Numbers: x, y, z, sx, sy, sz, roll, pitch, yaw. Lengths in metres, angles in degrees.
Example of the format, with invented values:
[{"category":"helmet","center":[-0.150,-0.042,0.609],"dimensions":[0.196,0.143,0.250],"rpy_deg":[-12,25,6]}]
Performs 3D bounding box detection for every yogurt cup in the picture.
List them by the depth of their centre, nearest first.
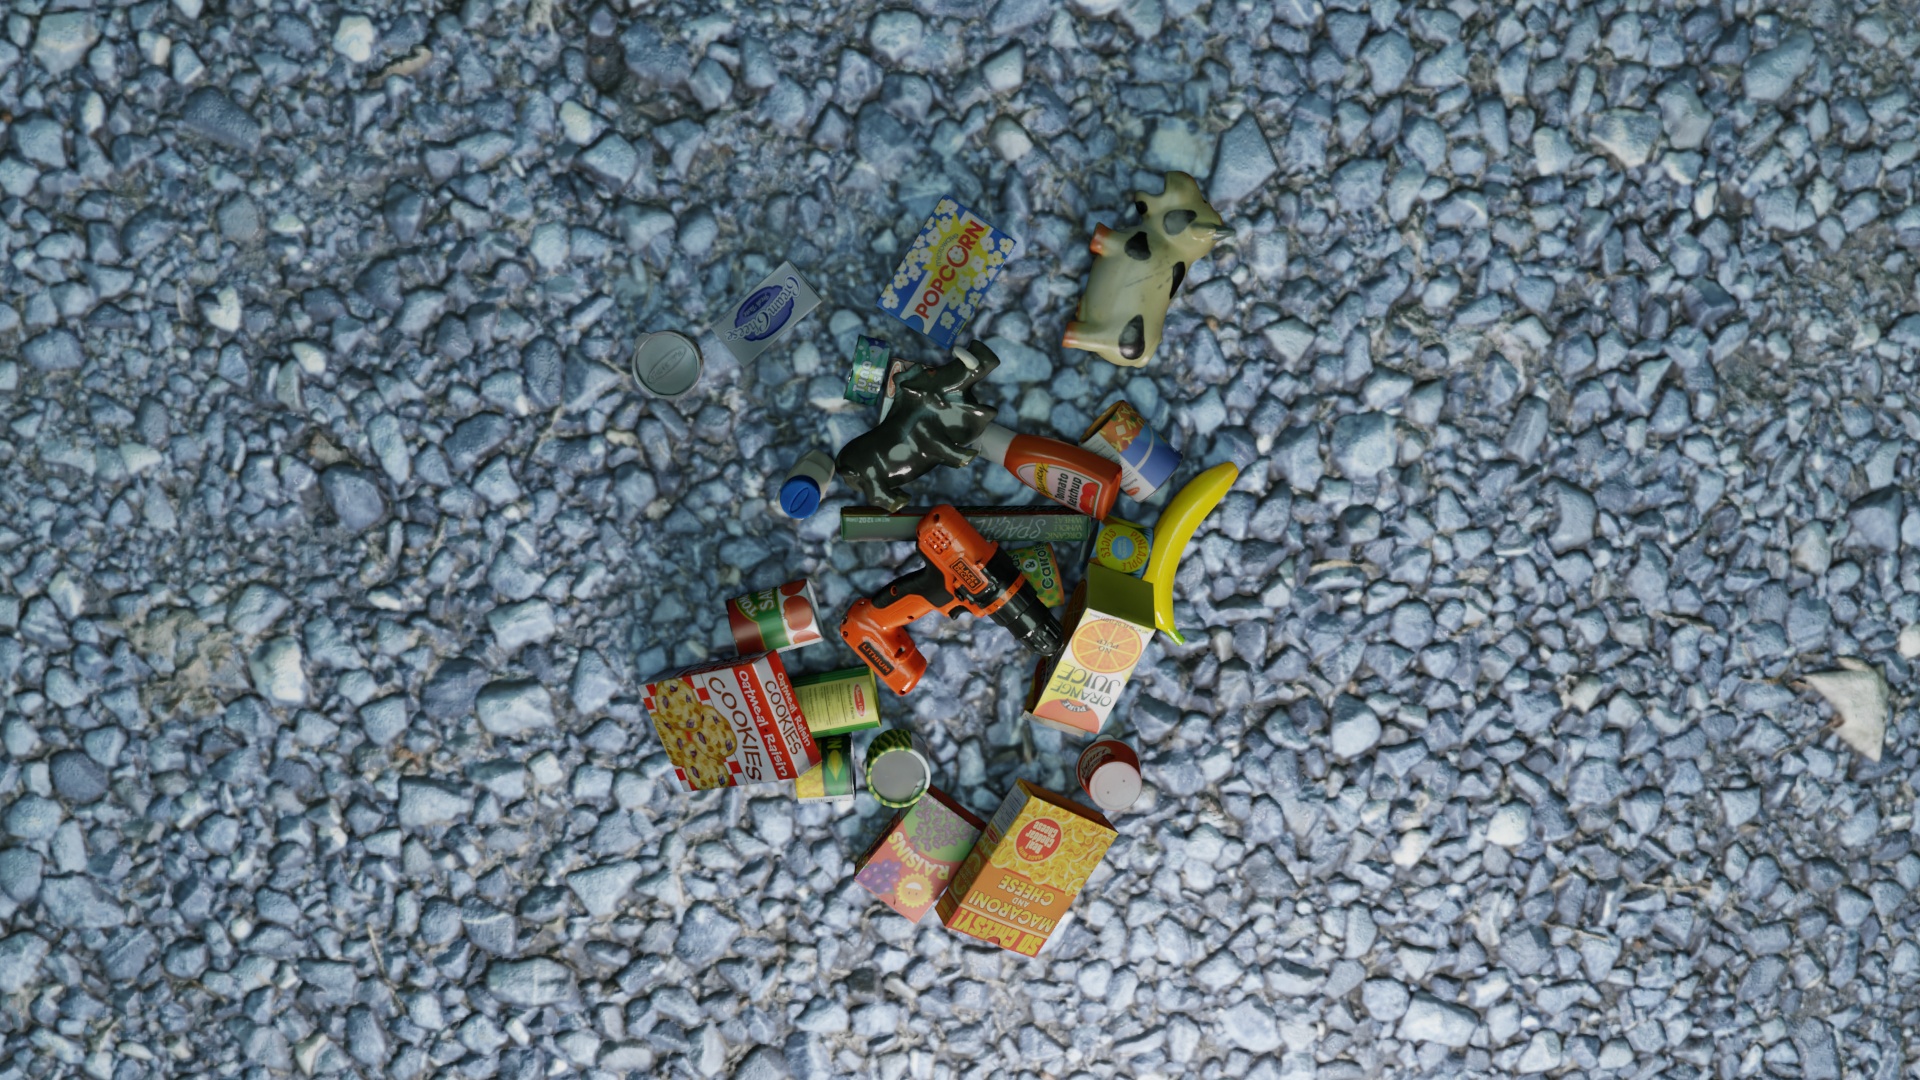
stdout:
[{"category":"yogurt cup","center":[0.157,0.246,1.443],"dimensions":[0.072,0.054,0.072],"rpy_deg":[-1,101,-3]}]

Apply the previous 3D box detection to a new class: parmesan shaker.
[{"category":"parmesan shaker","center":[-0.137,0.162,1.408],"dimensions":[0.103,0.071,0.071],"rpy_deg":[-10,100,-1]}]

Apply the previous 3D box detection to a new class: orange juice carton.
[{"category":"orange juice carton","center":[0.125,0.123,1.392],"dimensions":[0.072,0.073,0.191],"rpy_deg":[18,125,-7]}]

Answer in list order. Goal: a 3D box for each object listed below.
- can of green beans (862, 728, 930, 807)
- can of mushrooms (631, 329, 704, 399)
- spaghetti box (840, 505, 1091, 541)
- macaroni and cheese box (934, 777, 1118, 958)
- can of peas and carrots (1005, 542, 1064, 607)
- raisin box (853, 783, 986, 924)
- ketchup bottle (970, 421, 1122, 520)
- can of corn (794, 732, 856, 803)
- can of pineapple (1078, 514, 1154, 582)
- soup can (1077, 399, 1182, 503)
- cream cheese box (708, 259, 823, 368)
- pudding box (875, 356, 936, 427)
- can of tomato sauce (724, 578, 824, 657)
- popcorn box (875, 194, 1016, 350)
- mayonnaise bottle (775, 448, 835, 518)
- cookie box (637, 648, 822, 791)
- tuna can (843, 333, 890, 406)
[{"category":"can of green beans","center":[-0.064,0.234,1.427],"dimensions":[0.071,0.058,0.071],"rpy_deg":[-1,100,-3]},{"category":"can of mushrooms","center":[-0.287,-0.174,1.357],"dimensions":[0.071,0.033,0.071],"rpy_deg":[-1,101,-3]},{"category":"spaghetti box","center":[0.005,-0.017,1.392],"dimensions":[0.250,0.050,0.028],"rpy_deg":[0,102,-3]},{"category":"macaroni and cheese box","center":[0.068,0.343,1.443],"dimensions":[0.123,0.040,0.166],"rpy_deg":[28,98,-28]},{"category":"can of peas and carrots","center":[0.069,0.038,1.394],"dimensions":[0.059,0.071,0.070],"rpy_deg":[-13,101,-1]},{"category":"raisin box","center":[-0.042,0.326,1.454],"dimensions":[0.086,0.040,0.123],"rpy_deg":[38,97,-9]},{"category":"ketchup bottle","center":[0.084,-0.075,1.368],"dimensions":[0.149,0.044,0.064],"rpy_deg":[25,141,15]},{"category":"can of corn","center":[-0.138,0.232,1.419],"dimensions":[0.058,0.071,0.071],"rpy_deg":[-4,100,-2]},{"category":"can of pineapple","center":[0.156,0.010,1.395],"dimensions":[0.058,0.071,0.071],"rpy_deg":[17,99,-6]},{"category":"soup can","center":[0.170,-0.091,1.381],"dimensions":[0.083,0.071,0.071],"rpy_deg":[43,95,-9]},{"category":"cream cheese box","center":[-0.190,-0.222,1.358],"dimensions":[0.104,0.024,0.053],"rpy_deg":[-40,100,4]},{"category":"pudding box","center":[-0.054,-0.137,1.378],"dimensions":[0.050,0.030,0.083],"rpy_deg":[12,99,-4]},{"category":"can of tomato sauce","center":[-0.185,0.078,1.389],"dimensions":[0.083,0.071,0.071],"rpy_deg":[-15,101,-1]},{"category":"popcorn box","center":[-0.014,-0.261,1.355],"dimensions":[0.085,0.038,0.126],"rpy_deg":[32,96,-9]},{"category":"mayonnaise bottle","center":[-0.149,-0.050,1.327],"dimensions":[0.041,0.148,0.064],"rpy_deg":[35,97,-8]},{"category":"cookie box","center":[-0.229,0.180,1.375],"dimensions":[0.167,0.040,0.122],"rpy_deg":[-14,102,36]},{"category":"tuna can","center":[-0.091,-0.165,1.350],"dimensions":[0.033,0.071,0.071],"rpy_deg":[14,99,-6]}]
